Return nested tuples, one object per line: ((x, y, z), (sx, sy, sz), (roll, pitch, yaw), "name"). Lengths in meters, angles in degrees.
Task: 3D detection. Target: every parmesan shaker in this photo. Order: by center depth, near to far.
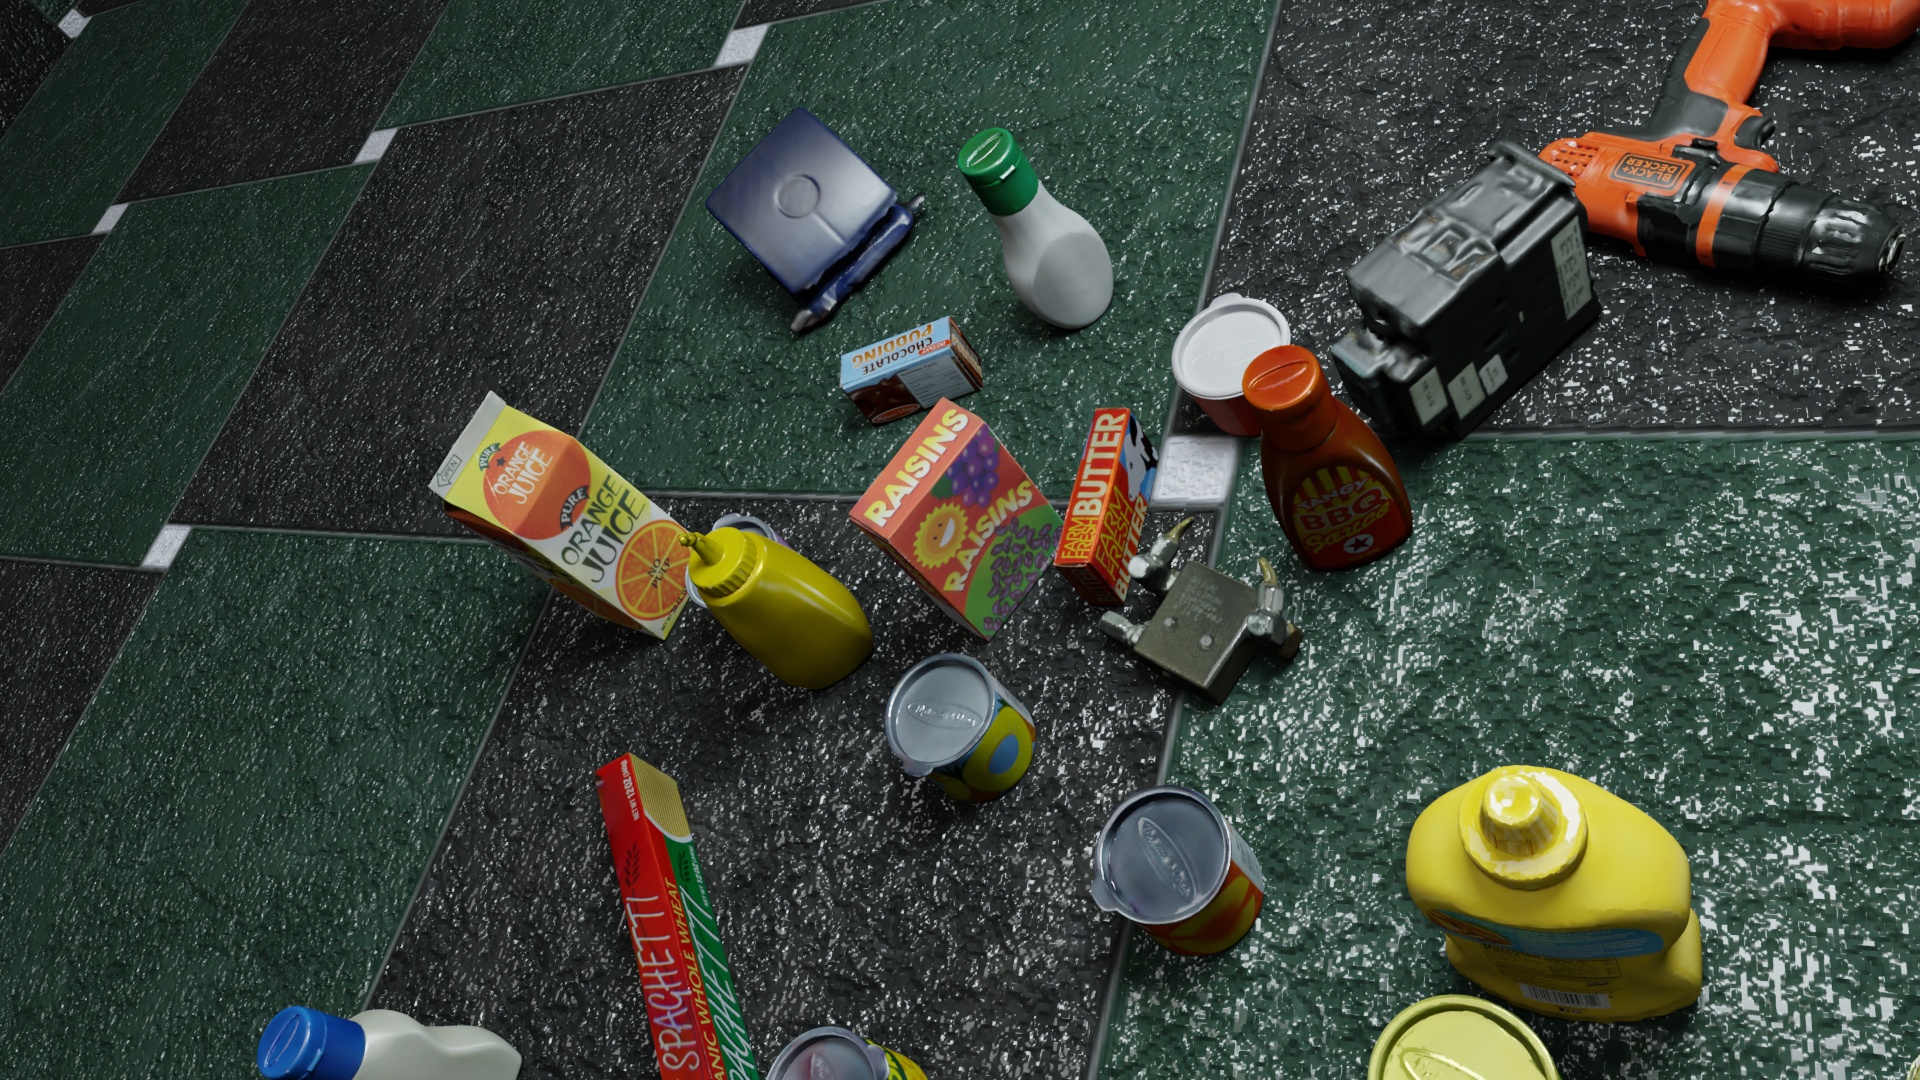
((0.199, 0.222, 0.532), (0.071, 0.103, 0.071), (-15, 54, 22), "parmesan shaker")

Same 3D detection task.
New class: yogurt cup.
((0.161, -0.096, 0.794), (0.072, 0.053, 0.073), (-15, 54, 22), "yogurt cup")

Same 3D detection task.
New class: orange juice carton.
((-0.253, -0.015, 0.892), (0.073, 0.192, 0.072), (13, 68, 36), "orange juice carton")

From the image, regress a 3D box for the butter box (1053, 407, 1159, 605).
((0.084, -0.019, 0.790), (0.024, 0.053, 0.104), (1, 61, 31), "butter box")

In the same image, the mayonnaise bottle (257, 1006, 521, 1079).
((-0.310, 0.288, 0.757), (0.041, 0.147, 0.065), (15, 69, 37), "mayonnaise bottle")

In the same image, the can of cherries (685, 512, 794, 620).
((-0.130, 0.025, 0.883), (0.071, 0.058, 0.072), (-15, 54, 22), "can of cherries")

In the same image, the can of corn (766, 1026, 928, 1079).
((-0.051, 0.275, 0.674), (0.071, 0.058, 0.071), (-15, 54, 22), "can of corn")

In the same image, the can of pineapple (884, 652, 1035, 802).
((-0.001, 0.104, 0.756), (0.071, 0.057, 0.071), (-15, 54, 22), "can of pineapple")

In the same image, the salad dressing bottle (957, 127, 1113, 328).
((0.047, -0.192, 0.861), (0.064, 0.147, 0.044), (-43, 49, 0), "salad dressing bottle")

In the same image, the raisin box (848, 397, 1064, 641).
((0.003, -0.010, 0.785), (0.040, 0.123, 0.086), (32, 80, 40), "raisin box")

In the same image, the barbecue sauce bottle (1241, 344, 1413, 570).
((0.177, -0.040, 0.685), (0.065, 0.148, 0.044), (-23, 52, 16), "barbecue sauce bottle")

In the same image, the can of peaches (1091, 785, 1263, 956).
((0.103, 0.159, 0.660), (0.071, 0.058, 0.071), (-15, 54, 22), "can of peaches")

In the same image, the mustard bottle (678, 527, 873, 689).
((-0.111, 0.031, 0.800), (0.065, 0.159, 0.049), (-36, 49, 6), "mustard bottle")

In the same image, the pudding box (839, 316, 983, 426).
((-0.033, -0.111, 0.921), (0.083, 0.049, 0.030), (-18, 53, 20), "pudding box")

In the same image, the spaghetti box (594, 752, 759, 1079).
((-0.156, 0.229, 0.770), (0.028, 0.050, 0.251), (-34, 49, 7), "spaghetti box")
